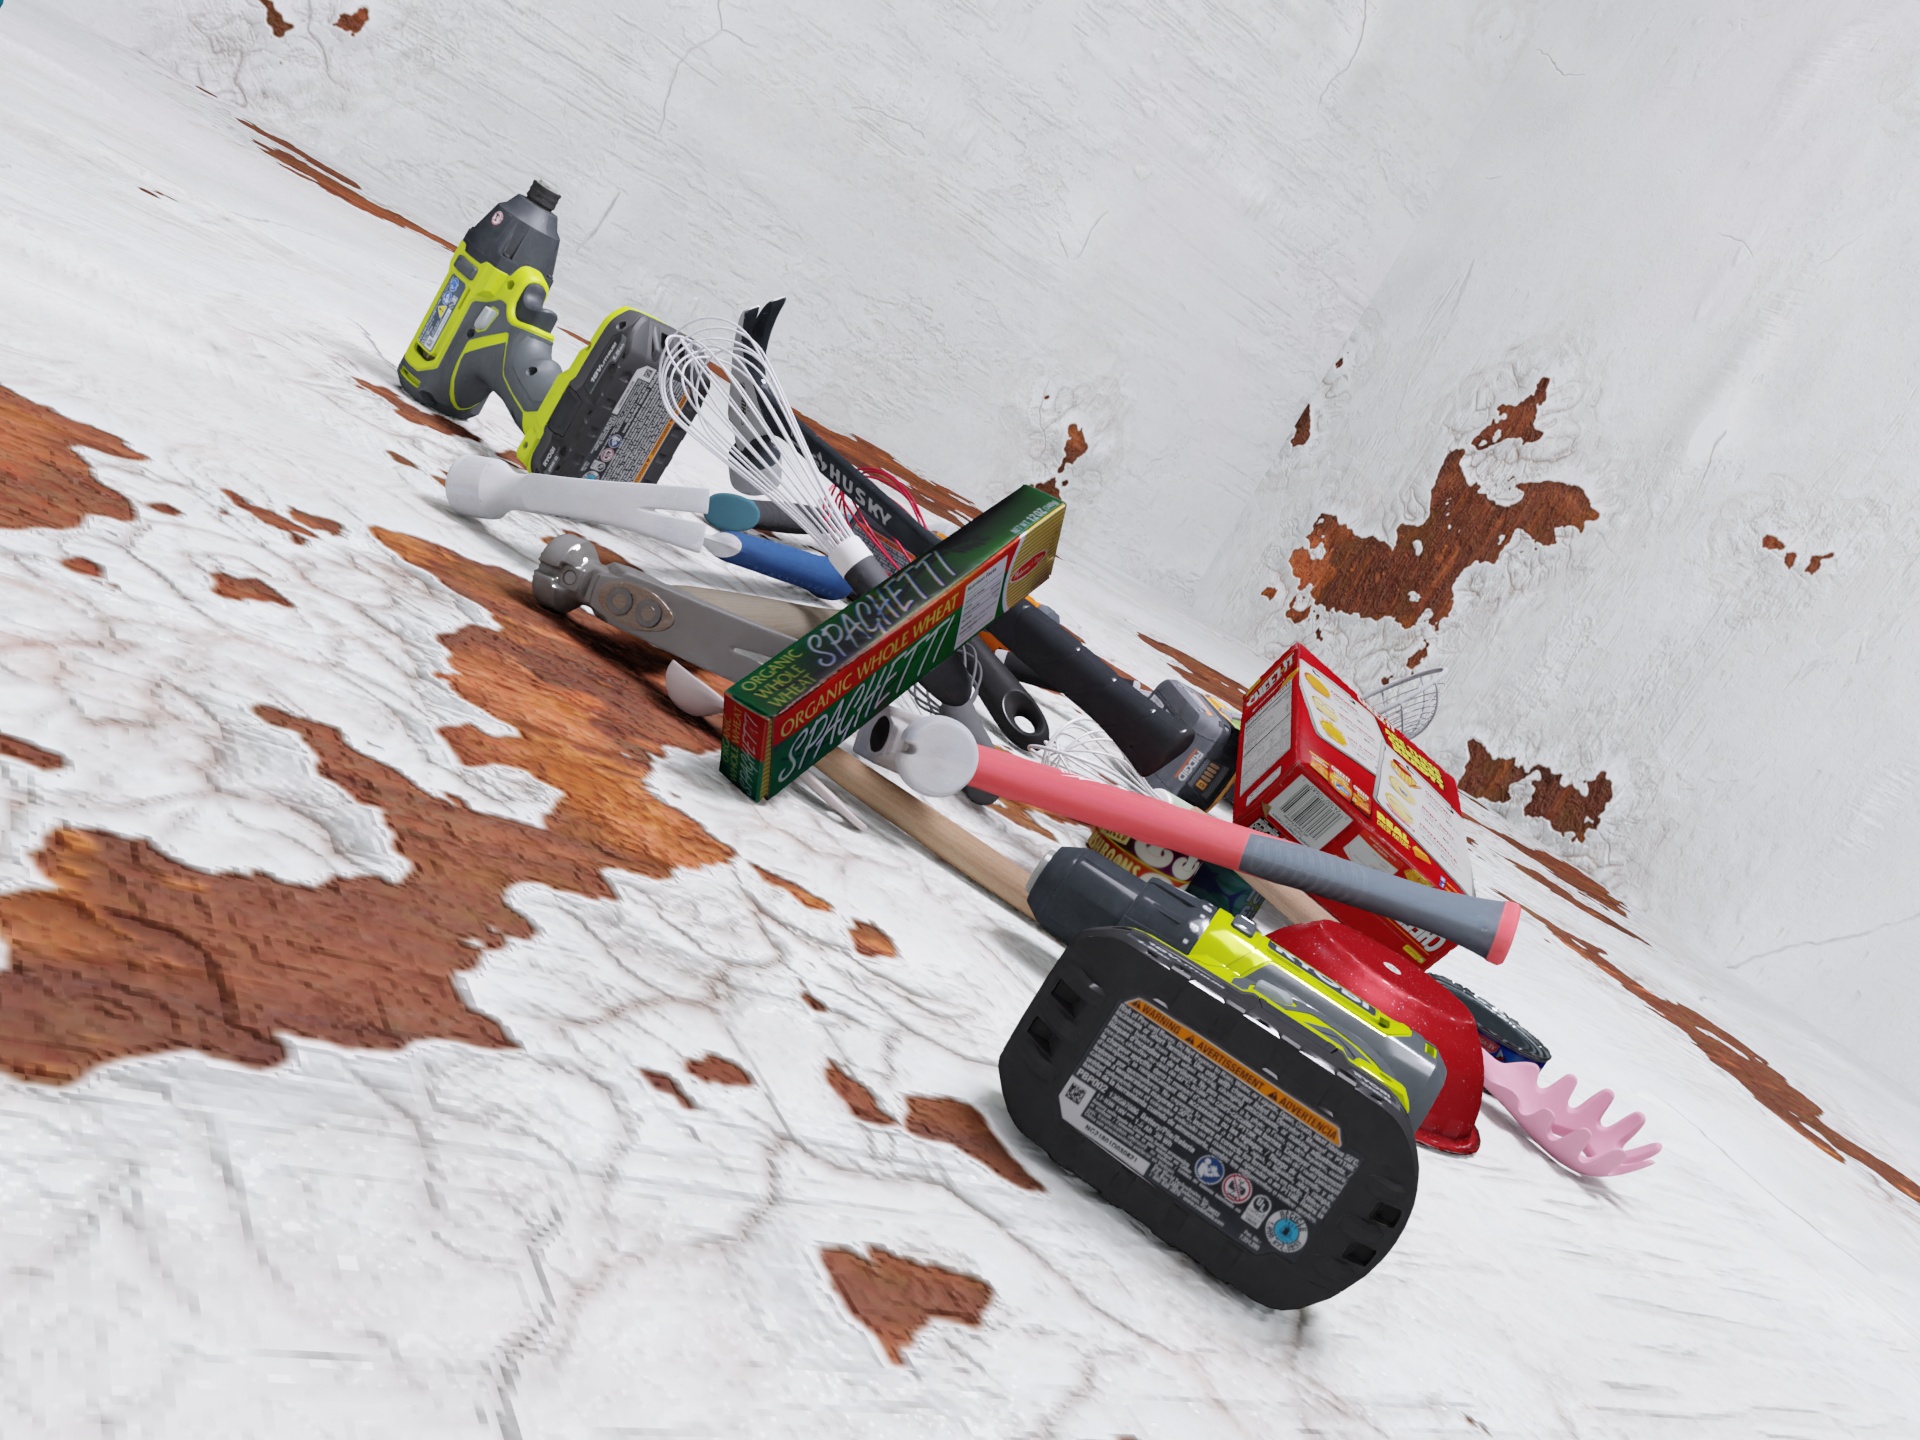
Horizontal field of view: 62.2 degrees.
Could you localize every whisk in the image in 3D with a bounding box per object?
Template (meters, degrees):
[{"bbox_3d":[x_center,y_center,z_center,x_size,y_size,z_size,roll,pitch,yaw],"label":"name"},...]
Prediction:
[{"bbox_3d":[-0.002,-0.002,0.992,0.055,0.055,0.239,27,16,-18],"label":"whisk"},{"bbox_3d":[-0.019,-0.085,1.178,0.073,0.073,0.296,16,33,-53],"label":"whisk"},{"bbox_3d":[-0.085,-0.121,0.938,0.285,0.070,0.070,52,14,6],"label":"whisk"},{"bbox_3d":[0.123,0.054,1.037,0.059,0.058,0.246,13,-10,40],"label":"whisk"}]

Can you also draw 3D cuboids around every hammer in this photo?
[{"bbox_3d":[-0.153,-0.113,1.029,0.144,0.035,0.405,10,1,17],"label":"hammer"},{"bbox_3d":[-0.015,-0.103,0.933,0.036,0.149,0.409,-29,55,-29],"label":"hammer"},{"bbox_3d":[-0.123,-0.177,1.409,0.128,0.033,0.331,13,9,21],"label":"hammer"},{"bbox_3d":[-0.090,-0.054,0.959,0.146,0.038,0.410,23,7,14],"label":"hammer"},{"bbox_3d":[0.130,0.062,0.856,0.386,0.038,0.143,18,1,-17],"label":"hammer"}]

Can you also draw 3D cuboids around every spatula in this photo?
[{"bbox_3d":[0.049,0.093,0.752,0.316,0.018,0.060,33,19,10],"label":"spatula"}]

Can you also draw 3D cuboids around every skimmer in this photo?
[{"bbox_3d":[0.209,-0.039,1.310,0.363,0.090,0.127,13,8,7],"label":"skimmer"}]

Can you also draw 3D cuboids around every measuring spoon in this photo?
[{"bbox_3d":[-0.094,0.016,0.747,0.124,0.018,0.034,40,-3,12],"label":"measuring spoon"}]

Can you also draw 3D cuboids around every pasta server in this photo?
[{"bbox_3d":[0.254,0.149,0.914,0.316,0.040,0.060,41,29,21],"label":"pasta server"}]

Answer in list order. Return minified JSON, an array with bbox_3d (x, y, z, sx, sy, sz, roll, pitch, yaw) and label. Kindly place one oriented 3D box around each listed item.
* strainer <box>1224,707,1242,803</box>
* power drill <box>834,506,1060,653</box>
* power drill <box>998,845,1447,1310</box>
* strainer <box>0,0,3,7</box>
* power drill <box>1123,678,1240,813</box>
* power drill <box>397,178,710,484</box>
[{"bbox_3d":[0.311,0.068,1.420,0.256,0.069,0.152,25,10,-24],"label":"strainer"},{"bbox_3d":[-0.022,-0.117,1.364,0.164,0.084,0.226,33,7,24],"label":"power drill"},{"bbox_3d":[0.093,0.118,0.611,0.190,0.080,0.228,33,8,12],"label":"power drill"},{"bbox_3d":[-0.837,-0.535,1.047,0.340,0.095,0.211,23,10,-24],"label":"strainer"},{"bbox_3d":[0.244,0.073,1.220,0.226,0.084,0.185,32,12,-17],"label":"power drill"},{"bbox_3d":[-0.271,-0.248,1.053,0.223,0.171,0.080,41,15,32],"label":"power drill"}]
